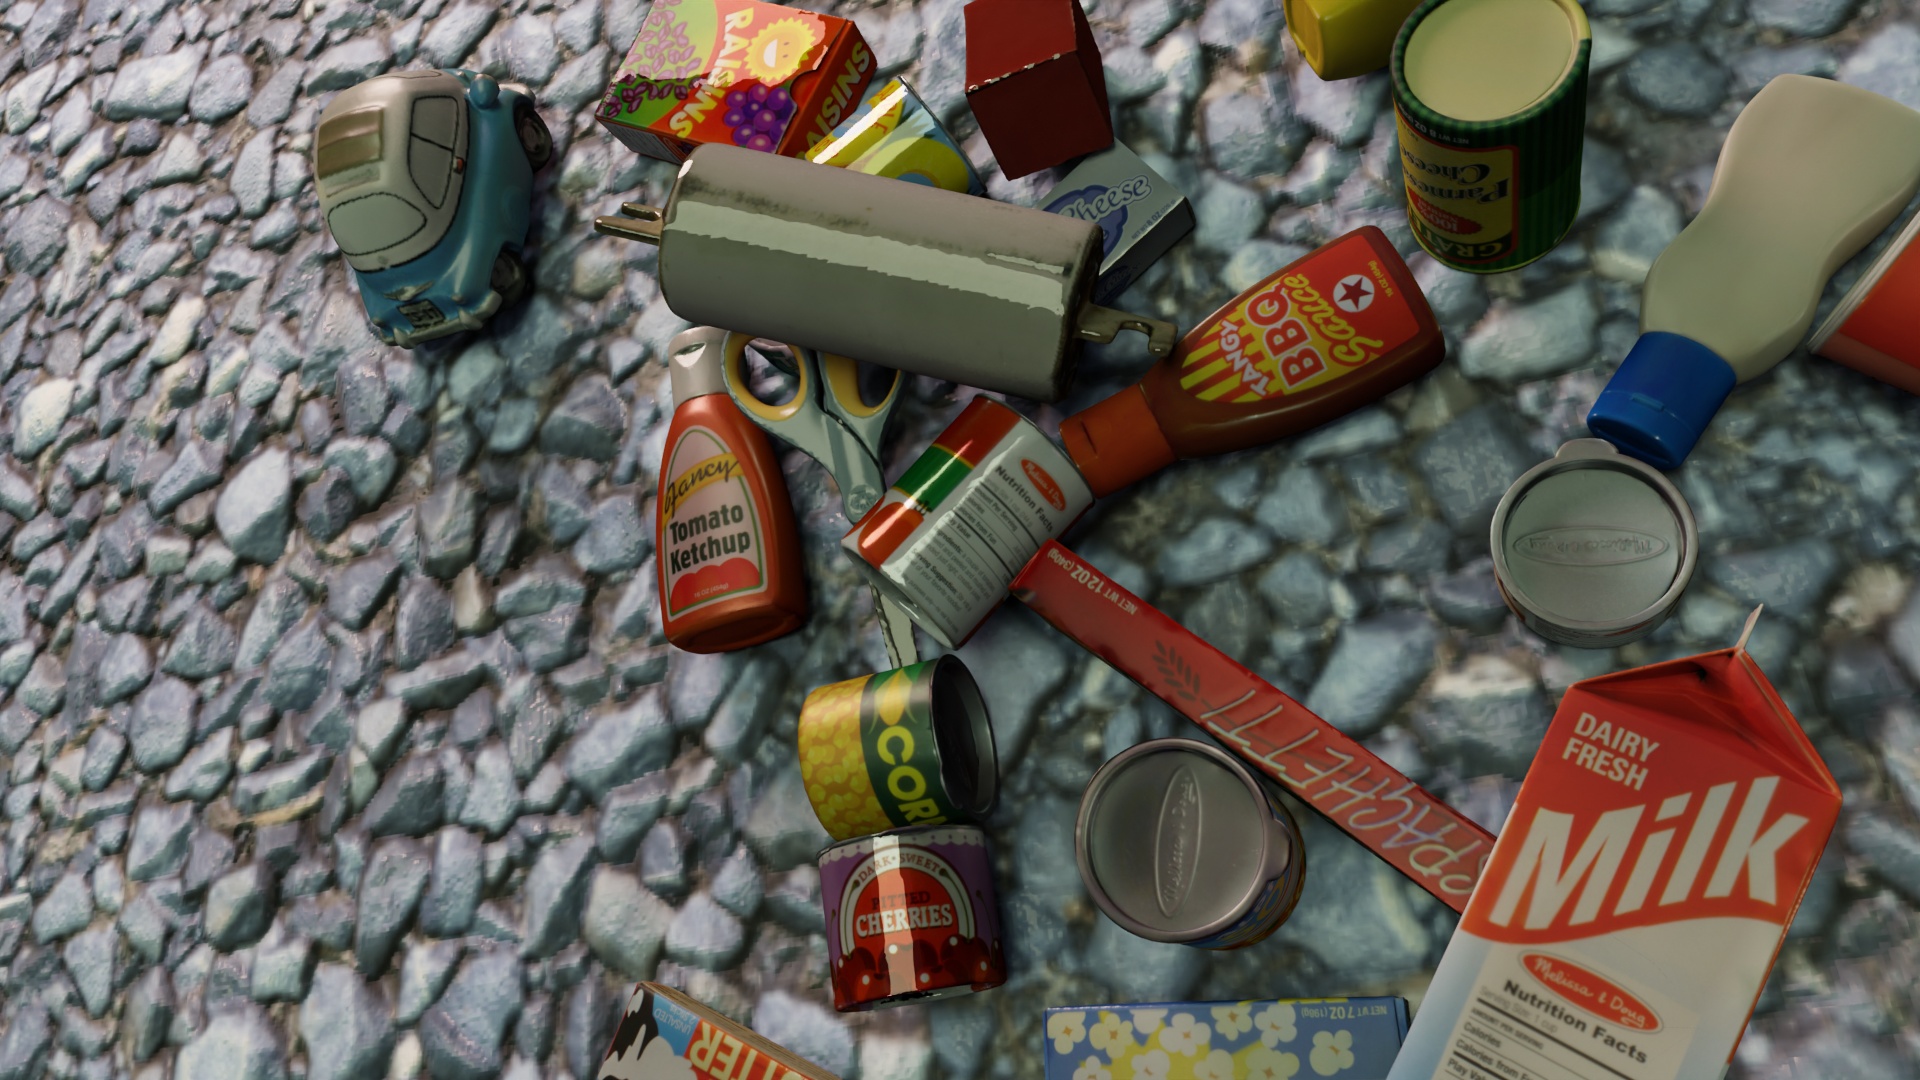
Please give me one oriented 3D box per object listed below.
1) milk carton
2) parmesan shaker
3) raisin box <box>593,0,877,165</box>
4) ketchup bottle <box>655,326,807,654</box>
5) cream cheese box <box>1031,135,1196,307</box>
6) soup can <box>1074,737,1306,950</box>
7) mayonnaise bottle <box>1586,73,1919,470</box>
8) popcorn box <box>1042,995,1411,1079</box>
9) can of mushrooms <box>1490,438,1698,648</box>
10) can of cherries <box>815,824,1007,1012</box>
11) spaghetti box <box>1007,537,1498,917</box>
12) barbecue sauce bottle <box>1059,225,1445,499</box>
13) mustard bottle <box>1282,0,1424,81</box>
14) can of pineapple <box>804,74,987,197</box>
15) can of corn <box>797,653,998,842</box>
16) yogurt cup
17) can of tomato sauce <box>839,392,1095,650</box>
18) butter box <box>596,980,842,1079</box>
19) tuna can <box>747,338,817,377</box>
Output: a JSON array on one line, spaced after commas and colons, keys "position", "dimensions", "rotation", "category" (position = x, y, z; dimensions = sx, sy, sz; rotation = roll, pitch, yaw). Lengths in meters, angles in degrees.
[{"position": [0.186, 0.110, 0.396], "dimensions": [0.073, 0.072, 0.190], "rotation": [24, 83, 26], "category": "milk carton"}, {"position": [0.197, -0.156, 0.524], "dimensions": [0.071, 0.103, 0.071], "rotation": [-7, 70, 20], "category": "parmesan shaker"}, {"position": [-0.115, -0.232, 0.713], "dimensions": [0.123, 0.040, 0.086], "rotation": [22, 80, 26], "category": "raisin box"}, {"position": [-0.109, -0.026, 0.635], "dimensions": [0.064, 0.043, 0.149], "rotation": [-17, 66, 16], "category": "ketchup bottle"}, {"position": [0.048, -0.126, 0.618], "dimensions": [0.104, 0.024, 0.053], "rotation": [-42, 61, 3], "category": "cream cheese box"}, {"position": [0.086, 0.109, 0.486], "dimensions": [0.071, 0.083, 0.071], "rotation": [-7, 70, 20], "category": "soup can"}, {"position": [0.284, -0.095, 0.504], "dimensions": [0.065, 0.041, 0.148], "rotation": [34, 88, 29], "category": "mayonnaise bottle"}, {"position": [0.094, 0.203, 0.476], "dimensions": [0.126, 0.038, 0.085], "rotation": [-9, 68, 19], "category": "popcorn box"}, {"position": [0.225, 0.002, 0.496], "dimensions": [0.071, 0.033, 0.071], "rotation": [-7, 70, 20], "category": "can of mushrooms"}, {"position": [-0.019, 0.143, 0.523], "dimensions": [0.071, 0.071, 0.058], "rotation": [-16, 67, 16], "category": "can of cherries"}, {"position": [0.124, 0.079, 0.501], "dimensions": [0.250, 0.050, 0.028], "rotation": [35, 89, 28], "category": "spaghetti box"}, {"position": [0.113, -0.065, 0.559], "dimensions": [0.148, 0.043, 0.065], "rotation": [-27, 66, 12], "category": "barbecue sauce bottle"}, {"position": [0.214, -0.253, 0.577], "dimensions": [0.160, 0.065, 0.049], "rotation": [-28, 69, 4], "category": "mustard bottle"}, {"position": [-0.031, -0.171, 0.640], "dimensions": [0.058, 0.071, 0.071], "rotation": [-39, 62, 6], "category": "can of pineapple"}, {"position": [-0.024, 0.085, 0.547], "dimensions": [0.058, 0.071, 0.071], "rotation": [-16, 67, 18], "category": "can of corn"}, {"position": [0.331, -0.079, 0.466], "dimensions": [0.054, 0.072, 0.072], "rotation": [39, 89, 20], "category": "yogurt cup"}, {"position": [0.002, -0.007, 0.562], "dimensions": [0.071, 0.071, 0.083], "rotation": [38, 79, 28], "category": "can of tomato sauce"}, {"position": [-0.096, 0.221, 0.553], "dimensions": [0.103, 0.024, 0.053], "rotation": [18, 79, 26], "category": "butter box"}, {"position": [-0.073, -0.110, 0.656], "dimensions": [0.071, 0.032, 0.071], "rotation": [-7, 69, 19], "category": "tuna can"}]
